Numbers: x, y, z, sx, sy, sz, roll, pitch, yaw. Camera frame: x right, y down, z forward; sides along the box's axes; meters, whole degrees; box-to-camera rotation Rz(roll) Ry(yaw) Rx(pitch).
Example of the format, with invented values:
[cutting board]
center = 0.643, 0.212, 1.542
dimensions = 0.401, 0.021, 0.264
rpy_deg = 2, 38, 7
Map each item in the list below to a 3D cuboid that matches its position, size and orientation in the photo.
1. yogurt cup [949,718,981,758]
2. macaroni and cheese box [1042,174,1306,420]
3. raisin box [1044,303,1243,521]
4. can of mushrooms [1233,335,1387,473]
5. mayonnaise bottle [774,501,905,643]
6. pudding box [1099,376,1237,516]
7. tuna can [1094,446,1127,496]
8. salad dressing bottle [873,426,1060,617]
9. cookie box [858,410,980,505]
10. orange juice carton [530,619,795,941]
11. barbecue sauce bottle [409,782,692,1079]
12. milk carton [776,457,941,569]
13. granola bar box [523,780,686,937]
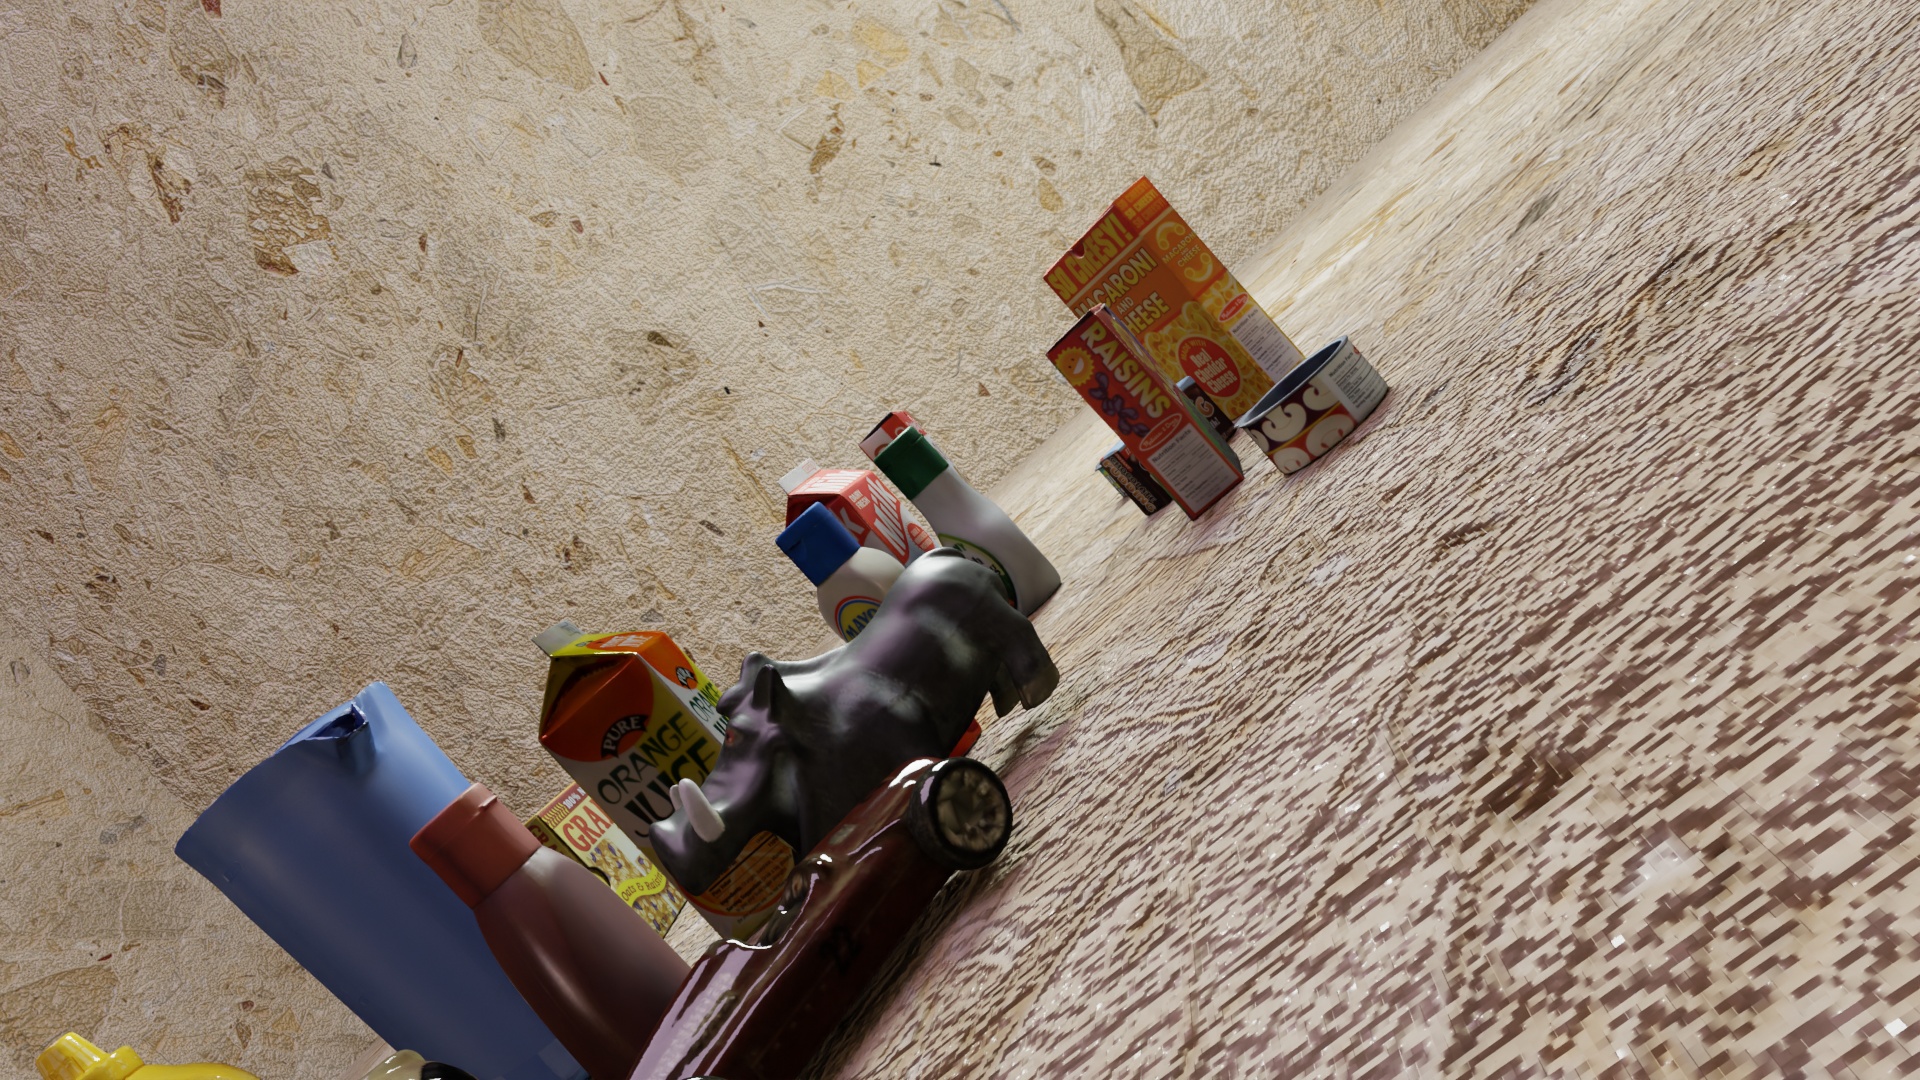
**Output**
[yogurt cup]
center = -0.026, 0.096, 0.715
dimensions = 0.072, 0.054, 0.072
rpy_deg = -42, 3, 3
[macaroni and cheese box]
center = 0.145, -0.155, 0.966
dimensions = 0.040, 0.166, 0.123
rpy_deg = -44, 3, -23
[raisin box]
center = 0.105, -0.076, 0.785
dimensions = 0.040, 0.123, 0.086
rpy_deg = -42, 3, 15
[can of mushrooms]
center = 0.168, -0.064, 0.669
dimensions = 0.071, 0.033, 0.071
rpy_deg = -42, 3, 3
[mayonnaise bottle]
center = -0.048, 0.043, 0.821
dimensions = 0.064, 0.148, 0.041
rpy_deg = -40, 4, 36
[pudding box]
center = 0.134, -0.062, 0.899
dimensions = 0.084, 0.049, 0.030
rpy_deg = -44, 3, -28
[tuna can]
center = 0.136, -0.064, 1.061
dimensions = 0.071, 0.033, 0.071
rpy_deg = -42, 3, 3
[salad dressing bottle]
center = 0.003, -0.012, 0.939
dimensions = 0.044, 0.147, 0.064
rpy_deg = -44, 3, -25
[cookie box]
center = -0.005, -0.028, 1.078
dimensions = 0.040, 0.167, 0.123
rpy_deg = -42, 3, 4
[orange juice carton]
center = -0.156, 0.117, 0.751
dimensions = 0.073, 0.192, 0.072
rpy_deg = -42, 3, 3
[barbecue sauce bottle]
center = -0.159, 0.164, 0.566
dimensions = 0.043, 0.148, 0.065
rpy_deg = -42, 3, 16
[milk carton]
center = -0.072, 0.013, 1.128
dimensions = 0.073, 0.190, 0.072
rpy_deg = -41, 3, 25
[granola bar box]
center = -0.257, 0.234, 1.028
dimensions = 0.039, 0.124, 0.166
rpy_deg = -42, 3, 5
